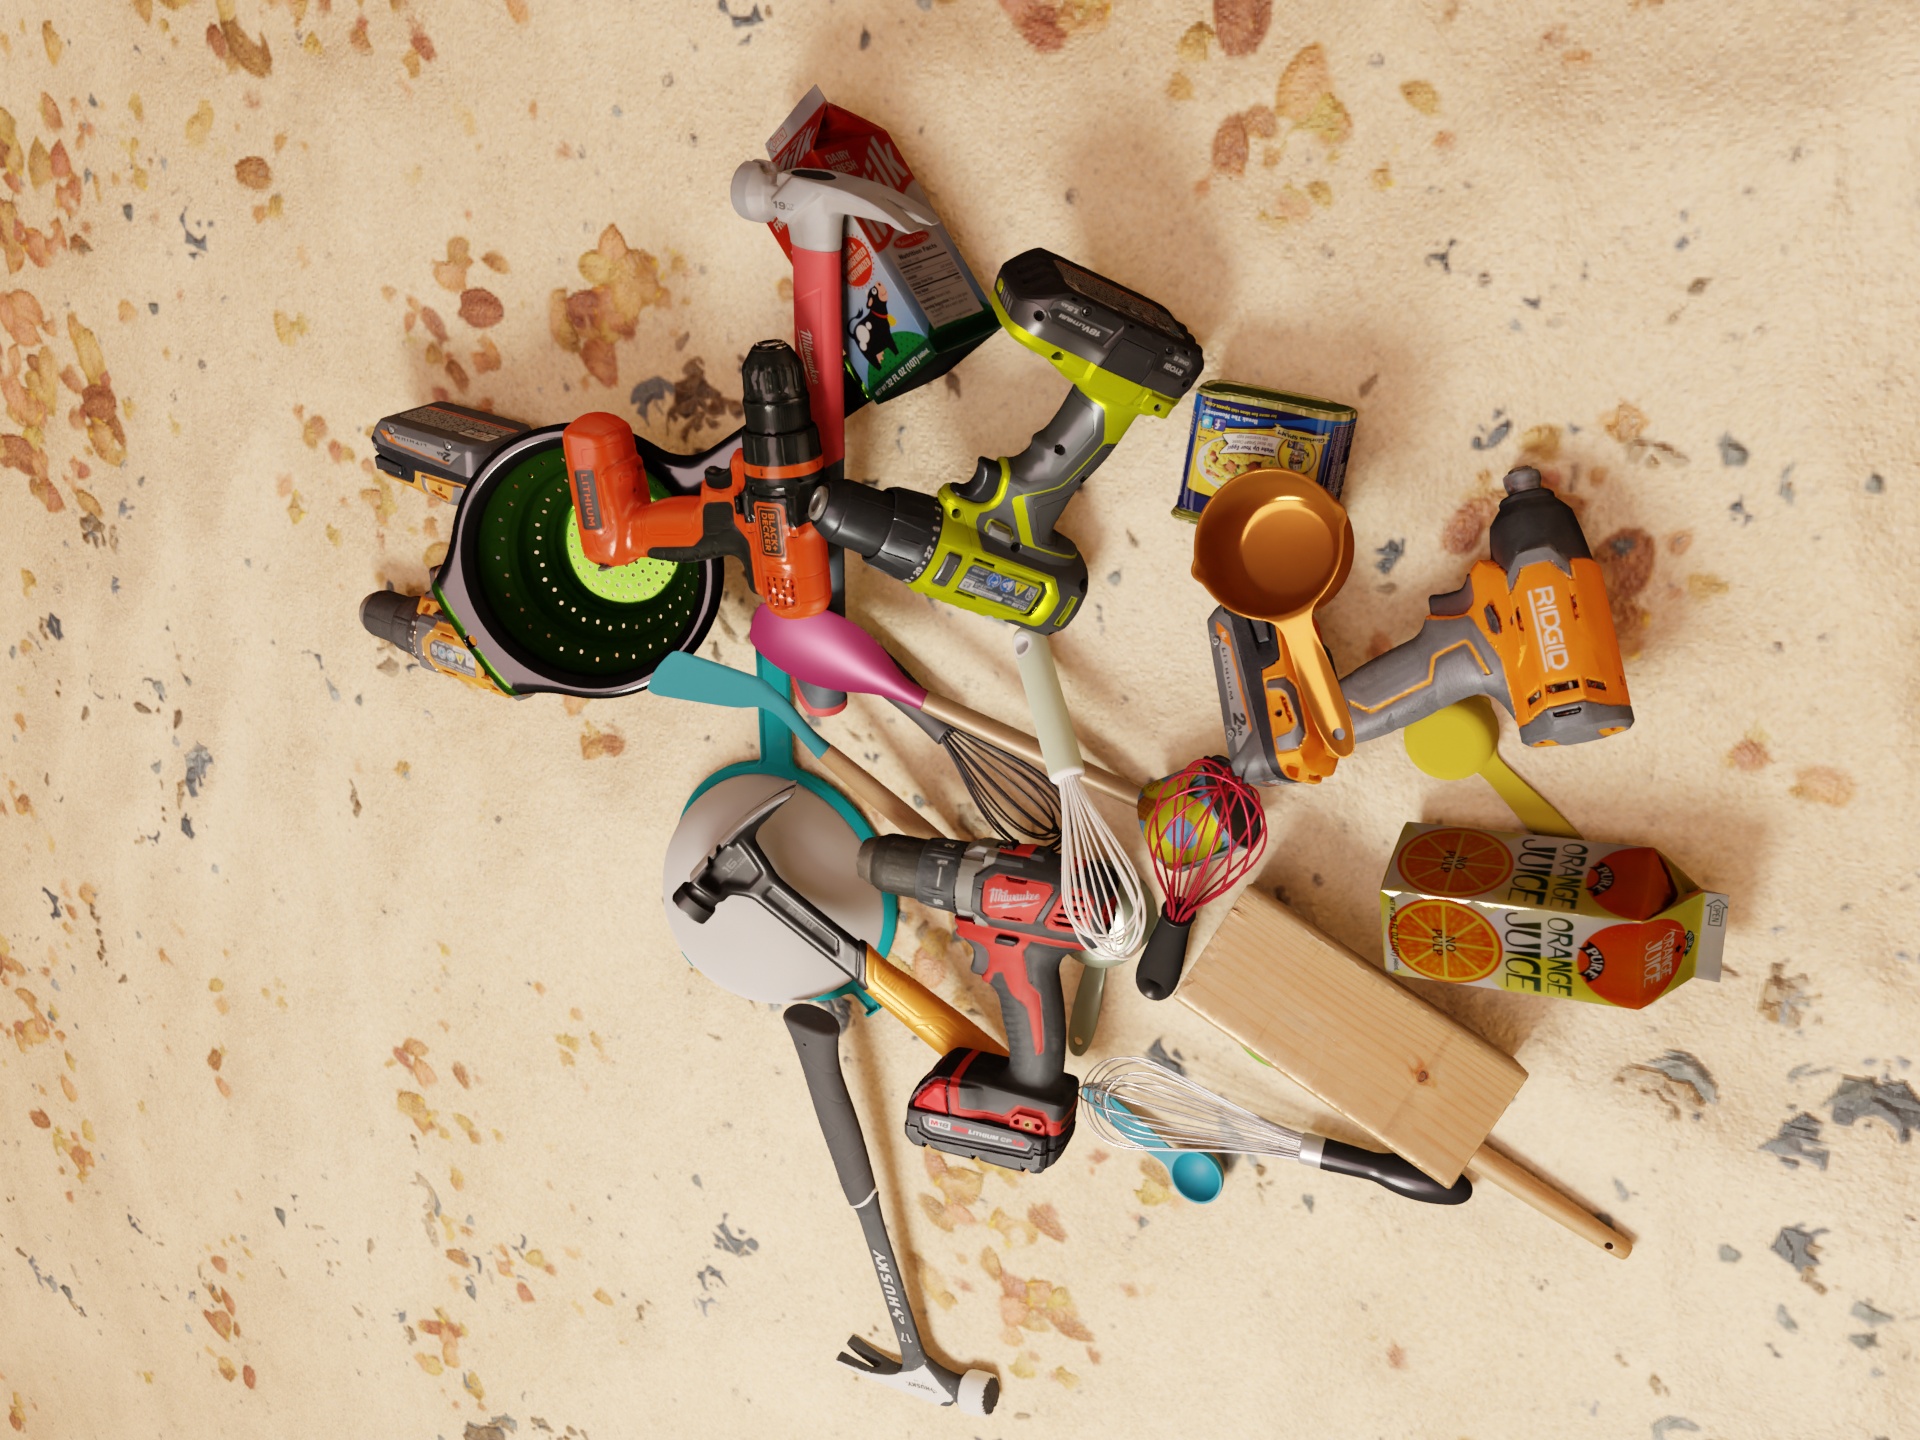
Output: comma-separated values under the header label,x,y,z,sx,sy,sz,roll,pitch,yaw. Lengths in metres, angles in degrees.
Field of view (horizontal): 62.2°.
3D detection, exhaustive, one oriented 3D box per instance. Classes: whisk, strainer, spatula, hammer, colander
label,x,y,z,sx,sy,sz,roll,pitch,yaw
whisk,0.147,0.117,1.044,0.073,0.073,0.295,29,149,16
whisk,-0.011,0.010,1.161,0.239,0.055,0.055,43,122,13
strainer,-0.161,0.086,1.236,0.211,0.095,0.340,11,115,24
spatula,-0.087,0.048,1.175,0.317,0.044,0.082,39,148,-7
hammer,-0.079,0.408,1.318,0.149,0.036,0.408,0,116,30
whisk,0.220,0.299,1.141,0.285,0.070,0.070,11,113,19
hammer,-0.081,-0.166,1.064,0.143,0.038,0.386,23,129,29
colander,-0.201,-0.166,1.179,0.397,0.094,0.204,-31,100,15
hammer,-0.050,0.193,1.200,0.336,0.034,0.127,41,98,-12
whisk,0.075,0.044,1.072,0.058,0.059,0.247,-33,62,38

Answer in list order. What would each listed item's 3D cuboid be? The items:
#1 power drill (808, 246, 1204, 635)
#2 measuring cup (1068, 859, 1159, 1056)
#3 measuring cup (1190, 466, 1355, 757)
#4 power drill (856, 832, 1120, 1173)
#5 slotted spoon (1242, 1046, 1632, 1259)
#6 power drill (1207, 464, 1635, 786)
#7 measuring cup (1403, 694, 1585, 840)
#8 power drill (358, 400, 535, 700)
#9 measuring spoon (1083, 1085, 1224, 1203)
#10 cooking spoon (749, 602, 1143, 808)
label,x,y,z,sx,sy,sz,roll,pitch,yaw
power drill,0.029,-0.172,1.003,0.190,0.080,0.228,18,121,-25
measuring cup,0.094,0.184,1.169,0.083,0.038,0.167,18,114,21
measuring cup,0.199,-0.062,0.925,0.095,0.052,0.174,-22,83,24
power drill,0.010,0.190,1.136,0.188,0.080,0.226,10,105,16
slotted spoon,0.316,0.272,1.093,0.314,0.031,0.070,32,116,12
power drill,0.270,-0.051,0.956,0.226,0.084,0.164,-13,78,28
measuring cup,0.340,0.046,0.991,0.156,0.029,0.062,47,123,7
power drill,-0.425,-0.141,1.306,0.185,0.084,0.226,18,120,23
measuring spoon,0.148,0.315,1.208,0.129,0.021,0.042,35,117,23
cooking spoon,-0.002,-0.004,1.115,0.319,0.017,0.068,24,130,1
